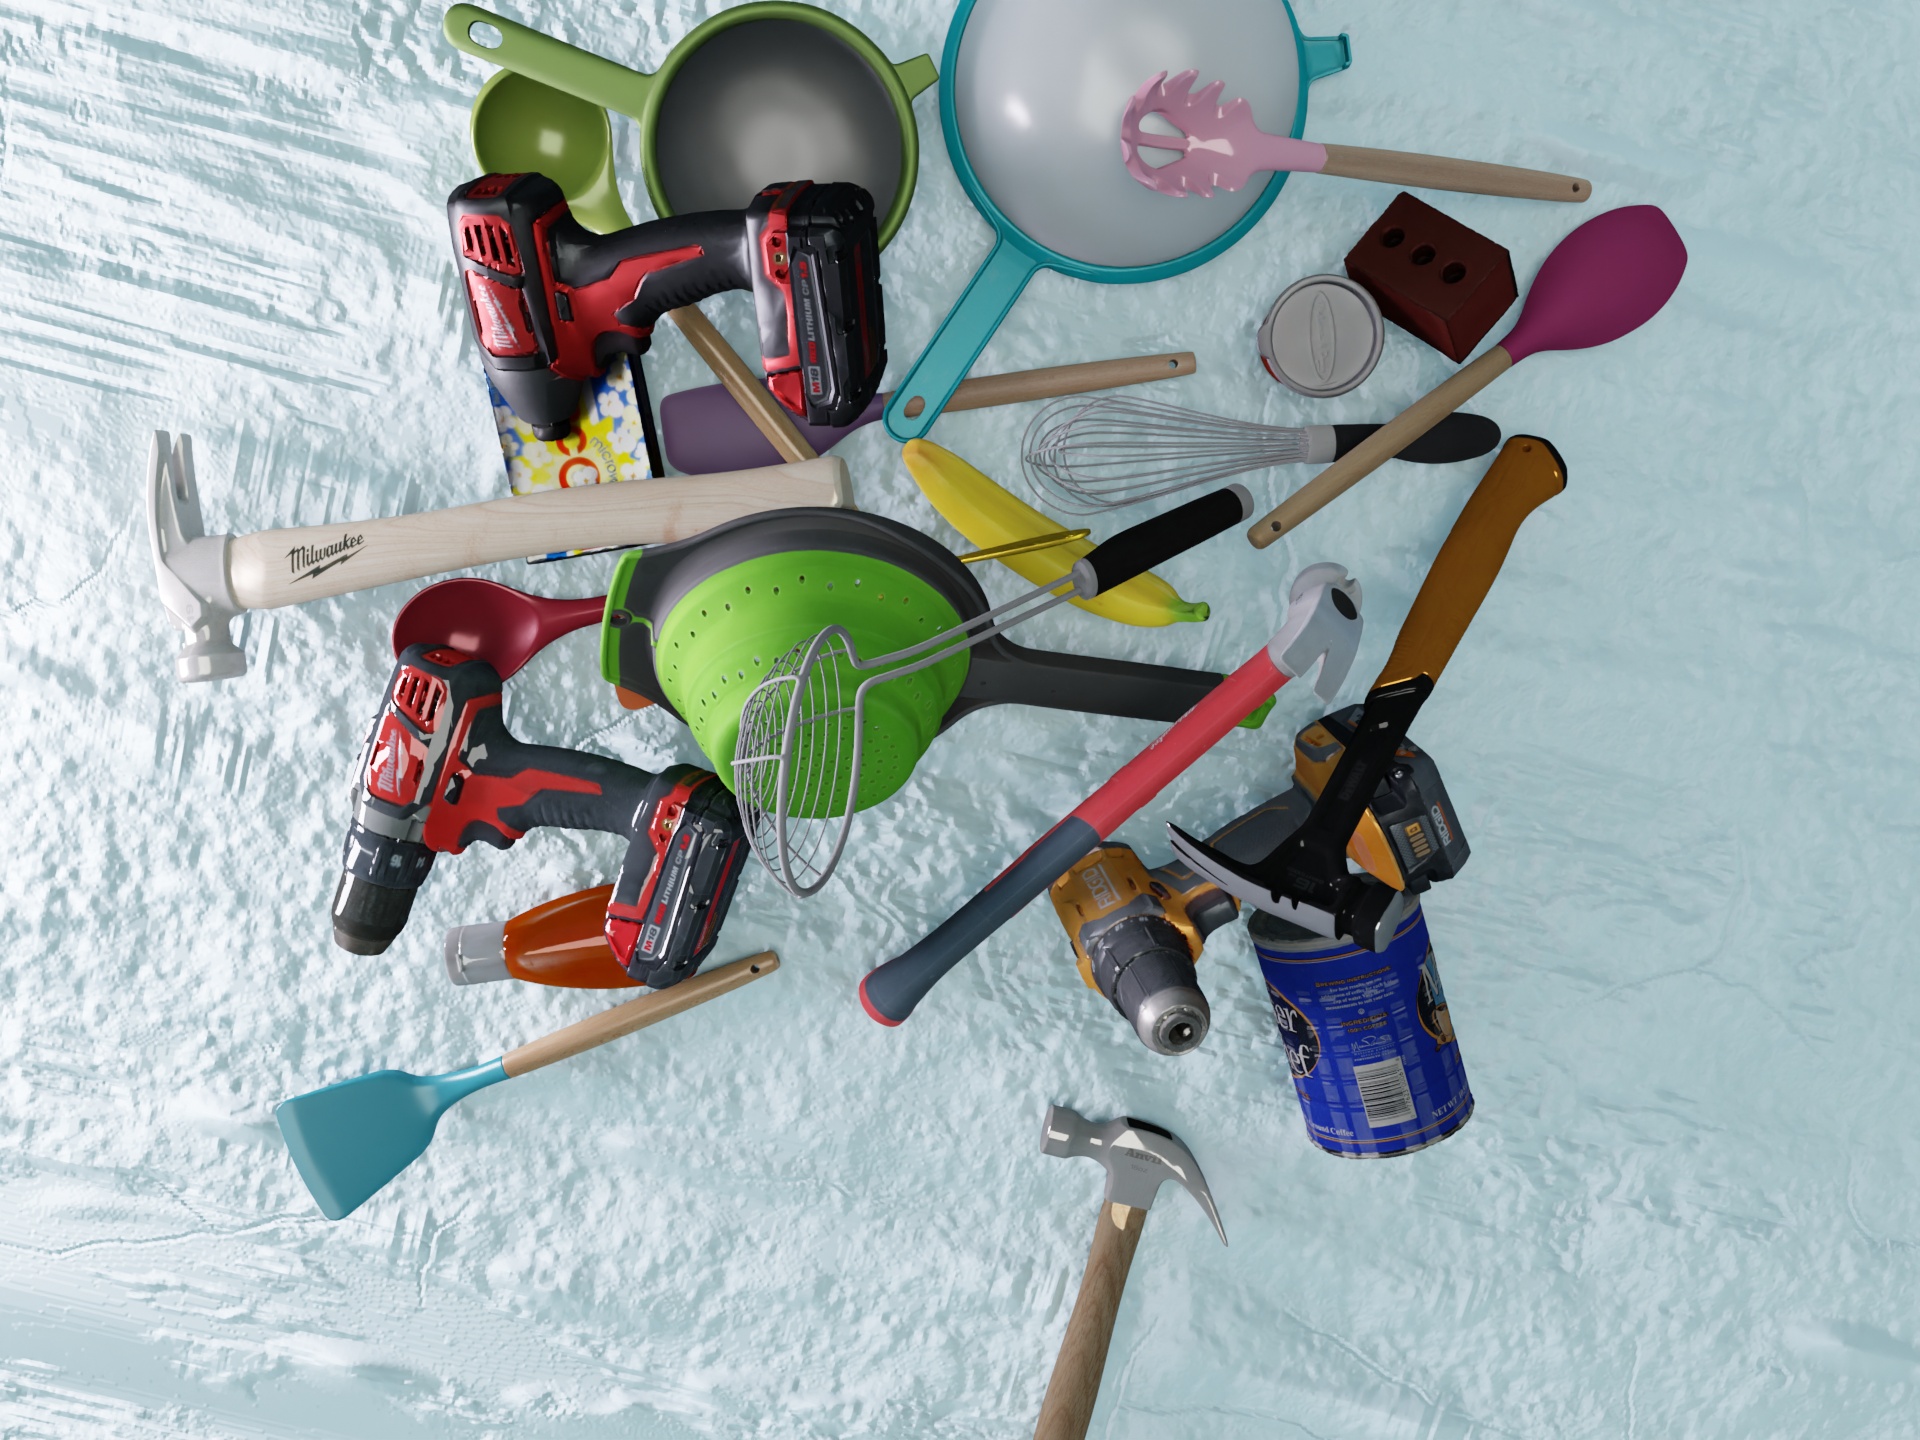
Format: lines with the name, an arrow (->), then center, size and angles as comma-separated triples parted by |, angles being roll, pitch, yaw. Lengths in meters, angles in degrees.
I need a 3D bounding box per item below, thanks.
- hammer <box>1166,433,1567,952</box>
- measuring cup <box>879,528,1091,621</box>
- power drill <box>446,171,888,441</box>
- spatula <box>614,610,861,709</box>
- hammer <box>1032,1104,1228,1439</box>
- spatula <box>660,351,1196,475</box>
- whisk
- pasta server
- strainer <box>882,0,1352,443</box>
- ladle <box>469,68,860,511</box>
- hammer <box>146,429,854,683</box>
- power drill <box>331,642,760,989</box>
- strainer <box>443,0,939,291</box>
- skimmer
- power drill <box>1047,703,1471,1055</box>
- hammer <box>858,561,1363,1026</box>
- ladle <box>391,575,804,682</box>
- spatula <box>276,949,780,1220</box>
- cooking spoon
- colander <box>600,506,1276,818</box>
hammer -> 0.244, -0.034, 0.878 | 0.127, 0.034, 0.337 | 22, 65, 29
measuring cup -> 0.012, -0.081, 0.904 | 0.156, 0.062, 0.029 | -9, 107, 38
power drill -> -0.155, -0.215, 0.845 | 0.219, 0.079, 0.143 | 3, 123, 10
spatula -> -0.042, -0.032, 0.947 | 0.322, 0.041, 0.081 | 5, 142, -4
hammer -> 0.081, 0.415, 1.031 | 0.130, 0.031, 0.331 | 13, 100, -2
spatula -> -0.019, -0.186, 0.935 | 0.316, 0.018, 0.060 | -8, 97, 2
whisk -> 0.176, -0.158, 0.925 | 0.284, 0.070, 0.070 | -3, 100, -4
pasta server -> 0.219, -0.299, 0.852 | 0.316, 0.040, 0.060 | -2, 104, -23
strainer -> 0.059, -0.299, 0.869 | 0.211, 0.095, 0.340 | 34, 94, -6
ladle -> -0.156, -0.231, 0.899 | 0.078, 0.062, 0.320 | -39, 96, 2
hammer -> -0.264, -0.115, 0.894 | 0.410, 0.038, 0.146 | -6, 94, 10
power drill -> -0.247, 0.077, 0.914 | 0.227, 0.080, 0.188 | 22, 99, 5
strainer -> -0.150, -0.331, 0.870 | 0.256, 0.069, 0.151 | 17, 106, -14
skimmer -> 0.036, -0.036, 0.805 | 0.363, 0.090, 0.127 | -28, 135, -27
power drill -> 0.168, 0.093, 0.901 | 0.226, 0.185, 0.084 | -28, 112, 1
hammer -> 0.067, 0.065, 0.879 | 0.038, 0.143, 0.386 | 44, 118, -3
ladle -> -0.180, -0.075, 0.949 | 0.315, 0.031, 0.069 | -12, 102, 0
spatula -> -0.260, 0.211, 0.988 | 0.317, 0.044, 0.082 | -23, 96, 2
cooking spoon -> 0.291, -0.193, 0.907 | 0.319, 0.017, 0.068 | -36, 96, -7
colander -> -0.001, -0.003, 0.892 | 0.397, 0.095, 0.204 | 7, 139, -14
